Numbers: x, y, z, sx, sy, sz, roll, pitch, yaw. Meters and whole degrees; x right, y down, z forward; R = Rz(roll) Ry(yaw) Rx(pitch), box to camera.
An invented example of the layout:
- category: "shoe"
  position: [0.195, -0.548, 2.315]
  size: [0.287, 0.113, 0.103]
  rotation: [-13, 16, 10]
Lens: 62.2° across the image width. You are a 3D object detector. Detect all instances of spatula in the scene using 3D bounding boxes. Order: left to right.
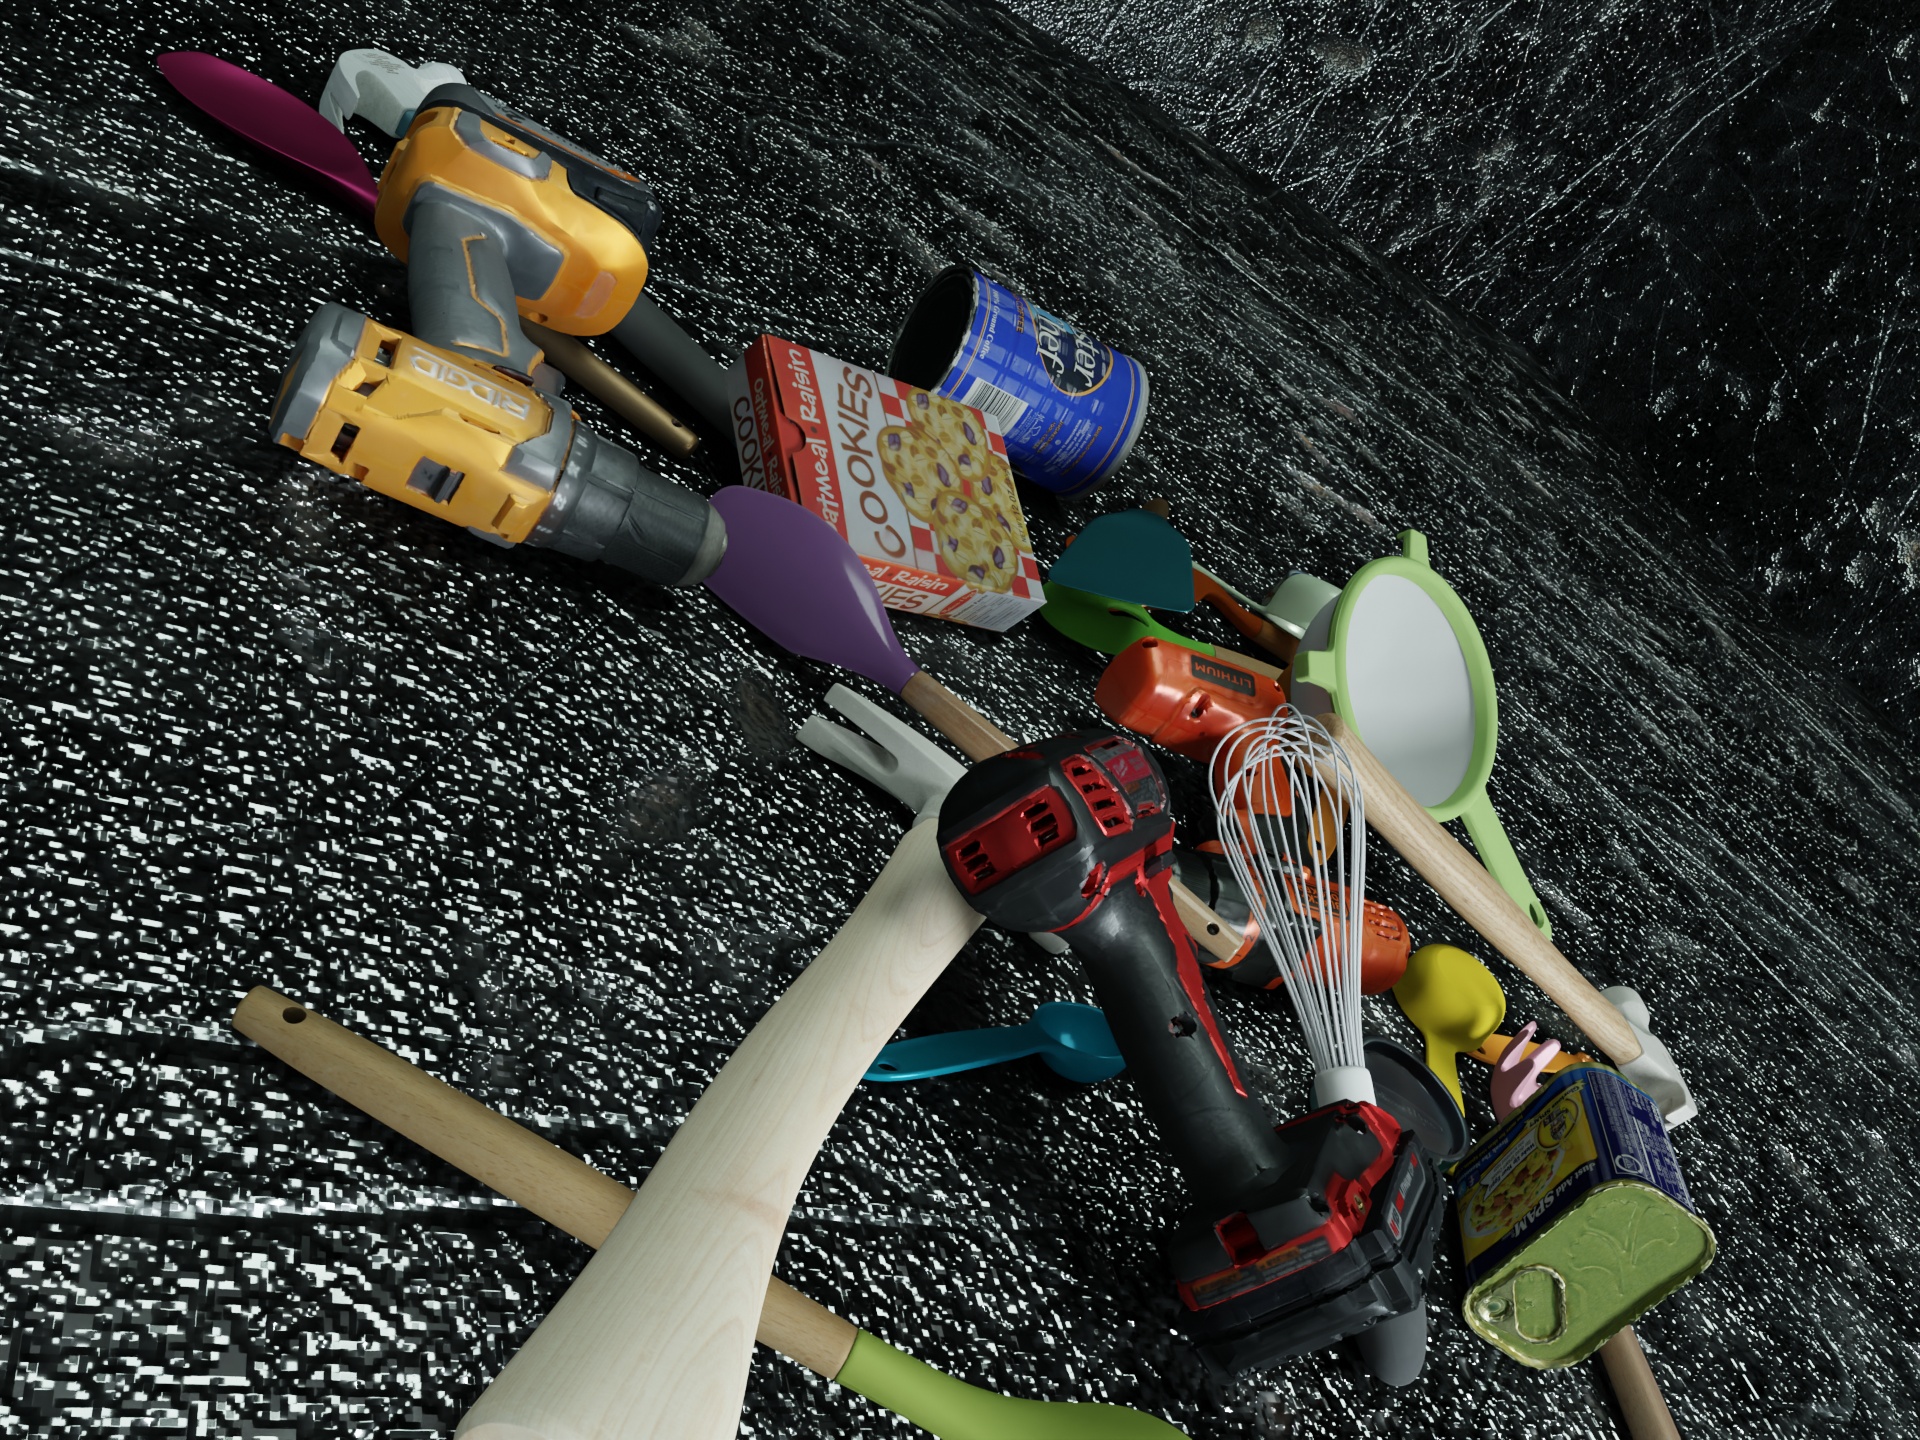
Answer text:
- category: "spatula"
  position: [-0.001, -0.002, 0.704]
  size: [0.316, 0.060, 0.018]
  rotation: [40, -13, 13]
- category: "spatula"
  position: [0.116, -0.117, 1.014]
  size: [0.082, 0.044, 0.317]
  rotation: [13, 13, 7]
- category: "spatula"
  position: [0.207, -0.046, 1.068]
  size: [0.322, 0.041, 0.081]
  rotation: [26, 29, -30]

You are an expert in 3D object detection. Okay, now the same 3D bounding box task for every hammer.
- category: "hammer"
  position: [-0.212, -0.250, 0.857]
  size: [0.331, 0.033, 0.128]
  rotation: [42, 27, 6]
- category: "hammer"
  position: [-0.046, 0.088, 0.497]
  size: [0.146, 0.038, 0.411]
  rotation: [38, 20, 1]
- category: "hammer"
  position: [0.291, 0.111, 0.846]
  size: [0.331, 0.031, 0.130]
  rotation: [42, 21, -22]

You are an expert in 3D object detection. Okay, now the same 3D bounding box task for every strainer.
- category: "strainer"
  position: [0.262, 0.030, 0.918]
  size: [0.151, 0.069, 0.256]
  rotation: [-44, 110, -37]

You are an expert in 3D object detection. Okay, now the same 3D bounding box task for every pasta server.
- category: "pasta server"
  position: [0.292, 0.265, 0.694]
  size: [0.060, 0.040, 0.317]
  rotation: [37, 27, -27]

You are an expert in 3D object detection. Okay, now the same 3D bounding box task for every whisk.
- category: "whisk"
  position: [0.153, 0.123, 0.659]
  size: [0.070, 0.070, 0.285]
  rotation: [17, 55, -35]

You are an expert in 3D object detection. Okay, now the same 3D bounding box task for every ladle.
- category: "ladle"
  position: [-0.059, 0.166, 0.434]
  size: [0.320, 0.062, 0.078]
  rotation: [31, 33, -1]

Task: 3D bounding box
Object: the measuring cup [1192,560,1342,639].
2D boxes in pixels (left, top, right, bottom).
- category: "measuring cup"
  position: [0.211, -0.093, 1.085]
  size: [0.168, 0.038, 0.083]
  rotation: [34, 5, 21]

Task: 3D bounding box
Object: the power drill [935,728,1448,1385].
- category: "power drill"
  position: [0.081, 0.103, 0.569]
  size: [0.220, 0.078, 0.143]
  rotation: [60, 21, 7]

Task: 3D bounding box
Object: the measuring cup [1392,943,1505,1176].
- category: "measuring cup"
  position: [0.247, 0.165, 0.792]
  size: [0.062, 0.029, 0.157]
  rotation: [30, 30, -2]

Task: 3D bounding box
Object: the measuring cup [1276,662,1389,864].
- category: "measuring cup"
  position: [0.218, 0.027, 0.957]
  size: [0.095, 0.052, 0.174]
  rotation: [36, 53, -11]

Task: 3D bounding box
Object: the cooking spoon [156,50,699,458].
- category: "cooking spoon"
  position: [-0.260, -0.231, 0.790]
  size: [0.319, 0.017, 0.069]
  rotation: [37, 30, -2]

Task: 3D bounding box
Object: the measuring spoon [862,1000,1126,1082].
- category: "measuring spoon"
  position: [0.012, 0.128, 0.591]
  size: [0.128, 0.021, 0.042]
  rotation: [0, 22, -38]

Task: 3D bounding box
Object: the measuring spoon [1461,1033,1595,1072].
- category: "measuring spoon"
  position: [0.308, 0.185, 0.863]
  size: [0.116, 0.011, 0.021]
  rotation: [15, 36, -31]

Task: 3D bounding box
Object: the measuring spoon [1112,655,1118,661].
- category: "measuring spoon"
  position: [0.130, 0.006, 0.913]
  size: [0.124, 0.018, 0.034]
  rotation: [43, 39, 22]

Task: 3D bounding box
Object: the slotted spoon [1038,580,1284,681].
- category: "slotted spoon"
  position: [0.170, -0.036, 0.996]
  size: [0.313, 0.031, 0.070]
  rotation: [17, 33, -39]

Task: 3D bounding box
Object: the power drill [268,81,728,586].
- category: "power drill"
  position: [-0.184, -0.164, 0.701]
  size: [0.185, 0.084, 0.226]
  rotation: [23, 42, -27]
